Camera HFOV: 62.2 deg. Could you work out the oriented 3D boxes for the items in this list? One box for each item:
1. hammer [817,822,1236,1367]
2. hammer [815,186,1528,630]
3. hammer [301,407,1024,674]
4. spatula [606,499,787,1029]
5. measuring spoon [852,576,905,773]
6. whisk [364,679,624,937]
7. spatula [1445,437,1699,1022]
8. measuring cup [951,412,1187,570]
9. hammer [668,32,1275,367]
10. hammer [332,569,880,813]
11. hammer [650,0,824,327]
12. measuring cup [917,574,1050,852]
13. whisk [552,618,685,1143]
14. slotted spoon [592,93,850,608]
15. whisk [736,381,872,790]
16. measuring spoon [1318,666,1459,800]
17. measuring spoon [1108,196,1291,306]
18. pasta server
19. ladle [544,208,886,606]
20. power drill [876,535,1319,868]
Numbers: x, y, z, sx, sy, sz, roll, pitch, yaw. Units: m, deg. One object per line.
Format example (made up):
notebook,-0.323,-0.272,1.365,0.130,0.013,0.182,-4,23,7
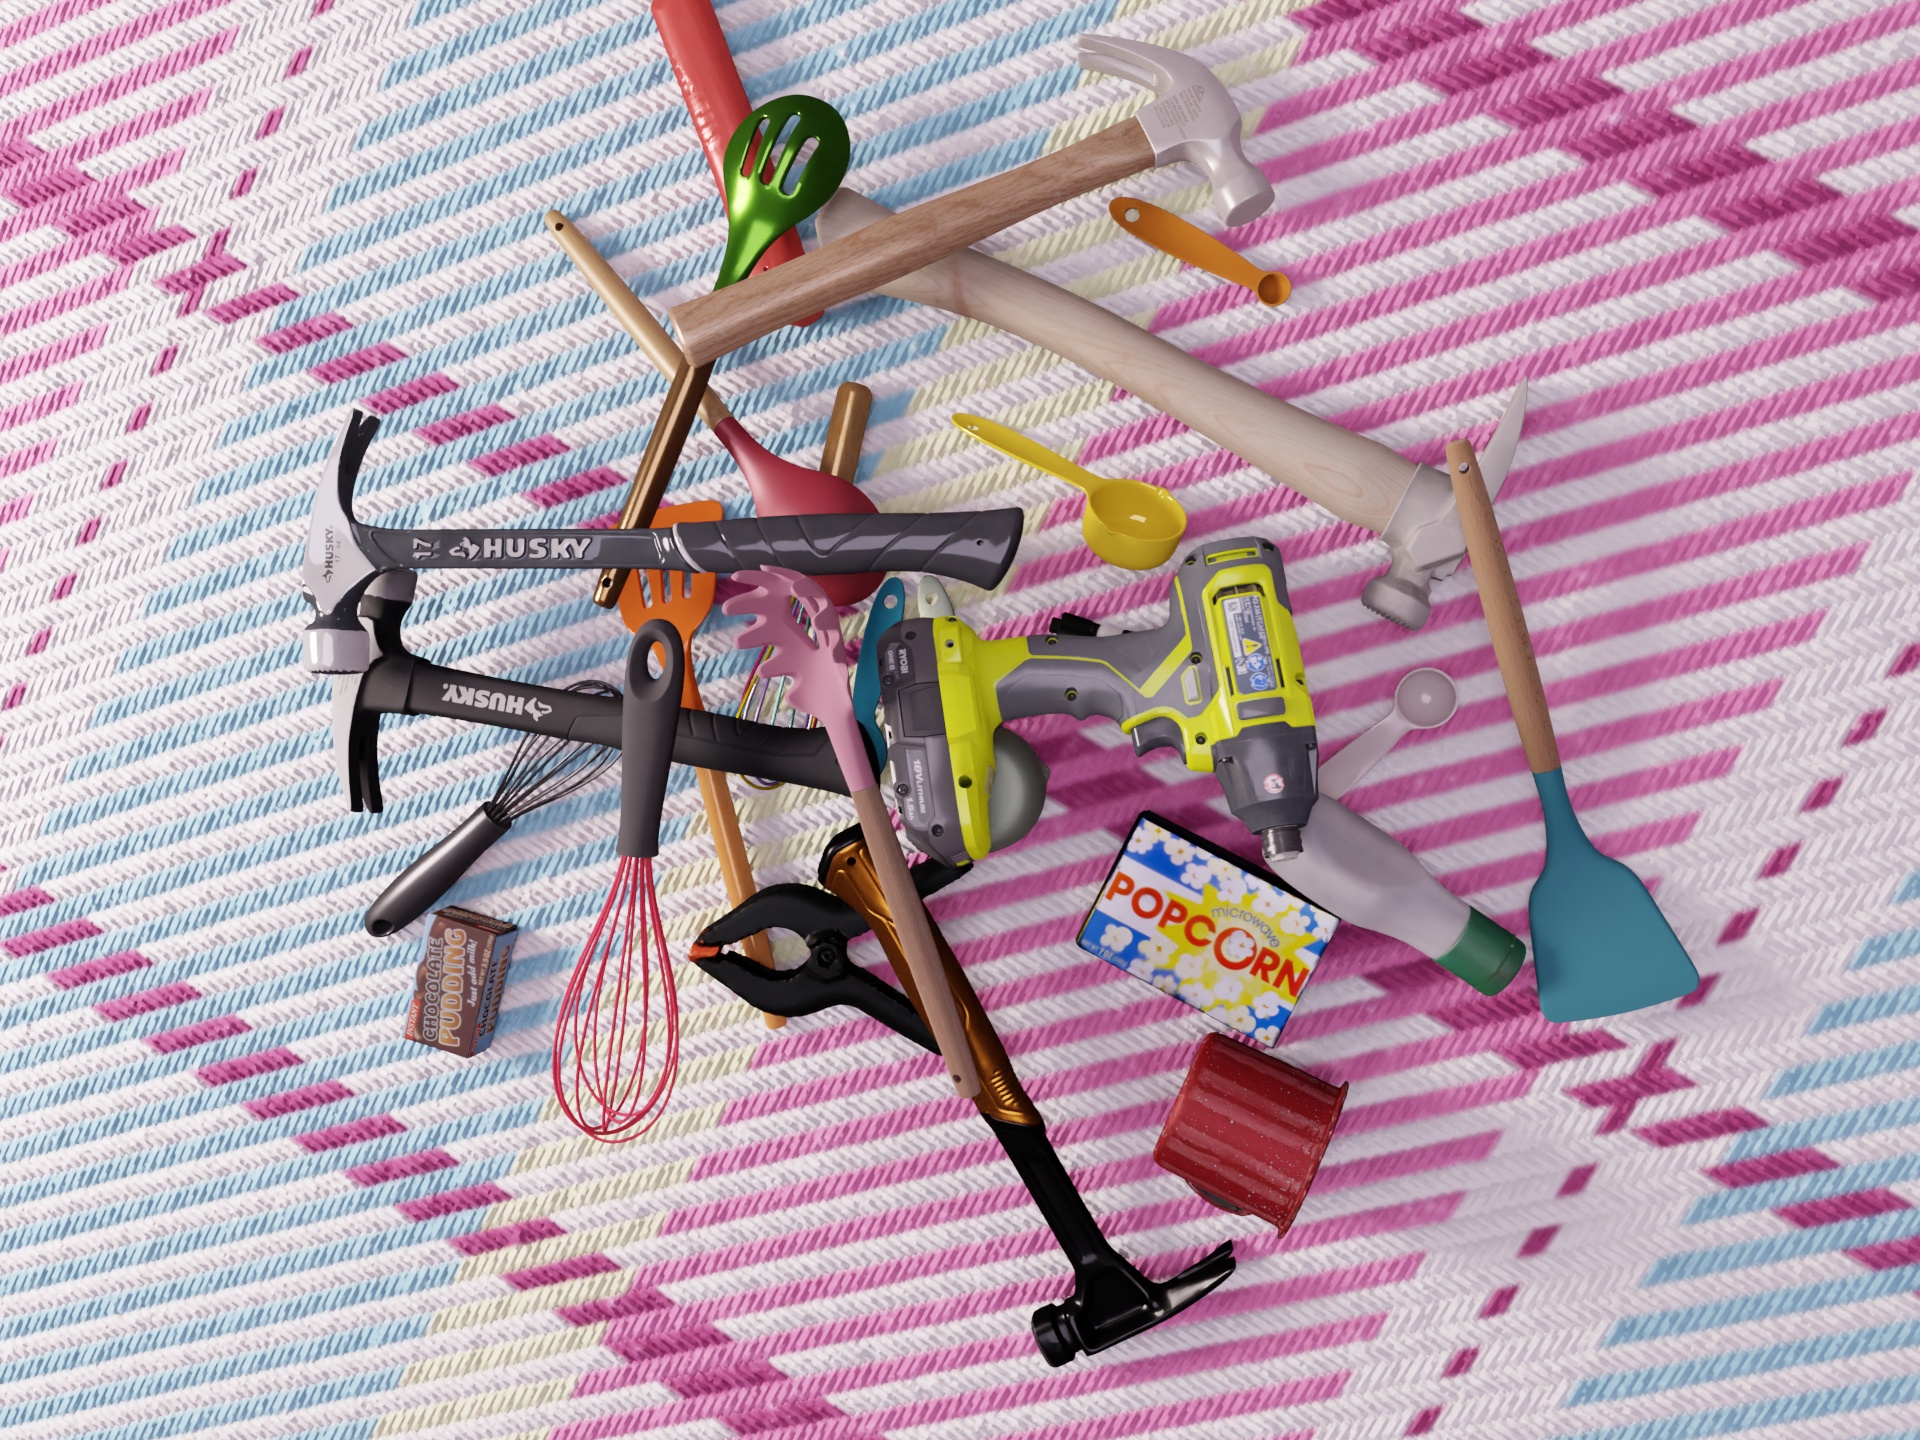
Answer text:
hammer,0.025,0.204,0.907,0.127,0.034,0.337,-30,95,10
hammer,0.107,-0.208,0.892,0.411,0.038,0.146,29,97,9
hammer,-0.169,-0.100,0.879,0.409,0.036,0.149,0,89,7
spatula,-0.148,0.029,0.963,0.081,0.041,0.322,-13,95,12
measuring spoon,-0.052,-0.022,0.947,0.042,0.021,0.128,13,86,11
whisk,-0.289,0.058,0.980,0.239,0.055,0.055,-41,85,15
spatula,0.309,0.004,0.846,0.082,0.044,0.317,-17,100,15
measuring cup,0.057,-0.132,0.908,0.157,0.062,0.029,32,135,21
hammer,-0.004,-0.276,0.874,0.331,0.031,0.130,-24,79,-3
hammer,-0.206,0.006,0.911,0.335,0.035,0.146,10,87,11
hammer,-0.149,-0.404,0.932,0.149,0.036,0.359,-21,88,12
measuring cup,-0.001,-0.003,0.922,0.083,0.038,0.167,-14,92,12
whisk,-0.180,0.091,0.870,0.073,0.073,0.296,9,97,10
slotted spoon,-0.144,-0.209,0.901,0.070,0.031,0.314,24,94,8
whisk,-0.090,-0.078,0.931,0.047,0.051,0.245,13,91,-7
measuring spoon,0.227,0.016,0.894,0.034,0.018,0.124,46,107,-1
measuring spoon,0.135,-0.265,0.898,0.117,0.011,0.021,32,96,11
pasta server,-0.048,0.064,0.851,0.060,0.040,0.316,-10,104,39
ladle,-0.151,-0.191,0.929,0.069,0.031,0.315,-41,75,5
power drill,0.076,0.004,0.856,0.223,0.080,0.171,-9,76,5
